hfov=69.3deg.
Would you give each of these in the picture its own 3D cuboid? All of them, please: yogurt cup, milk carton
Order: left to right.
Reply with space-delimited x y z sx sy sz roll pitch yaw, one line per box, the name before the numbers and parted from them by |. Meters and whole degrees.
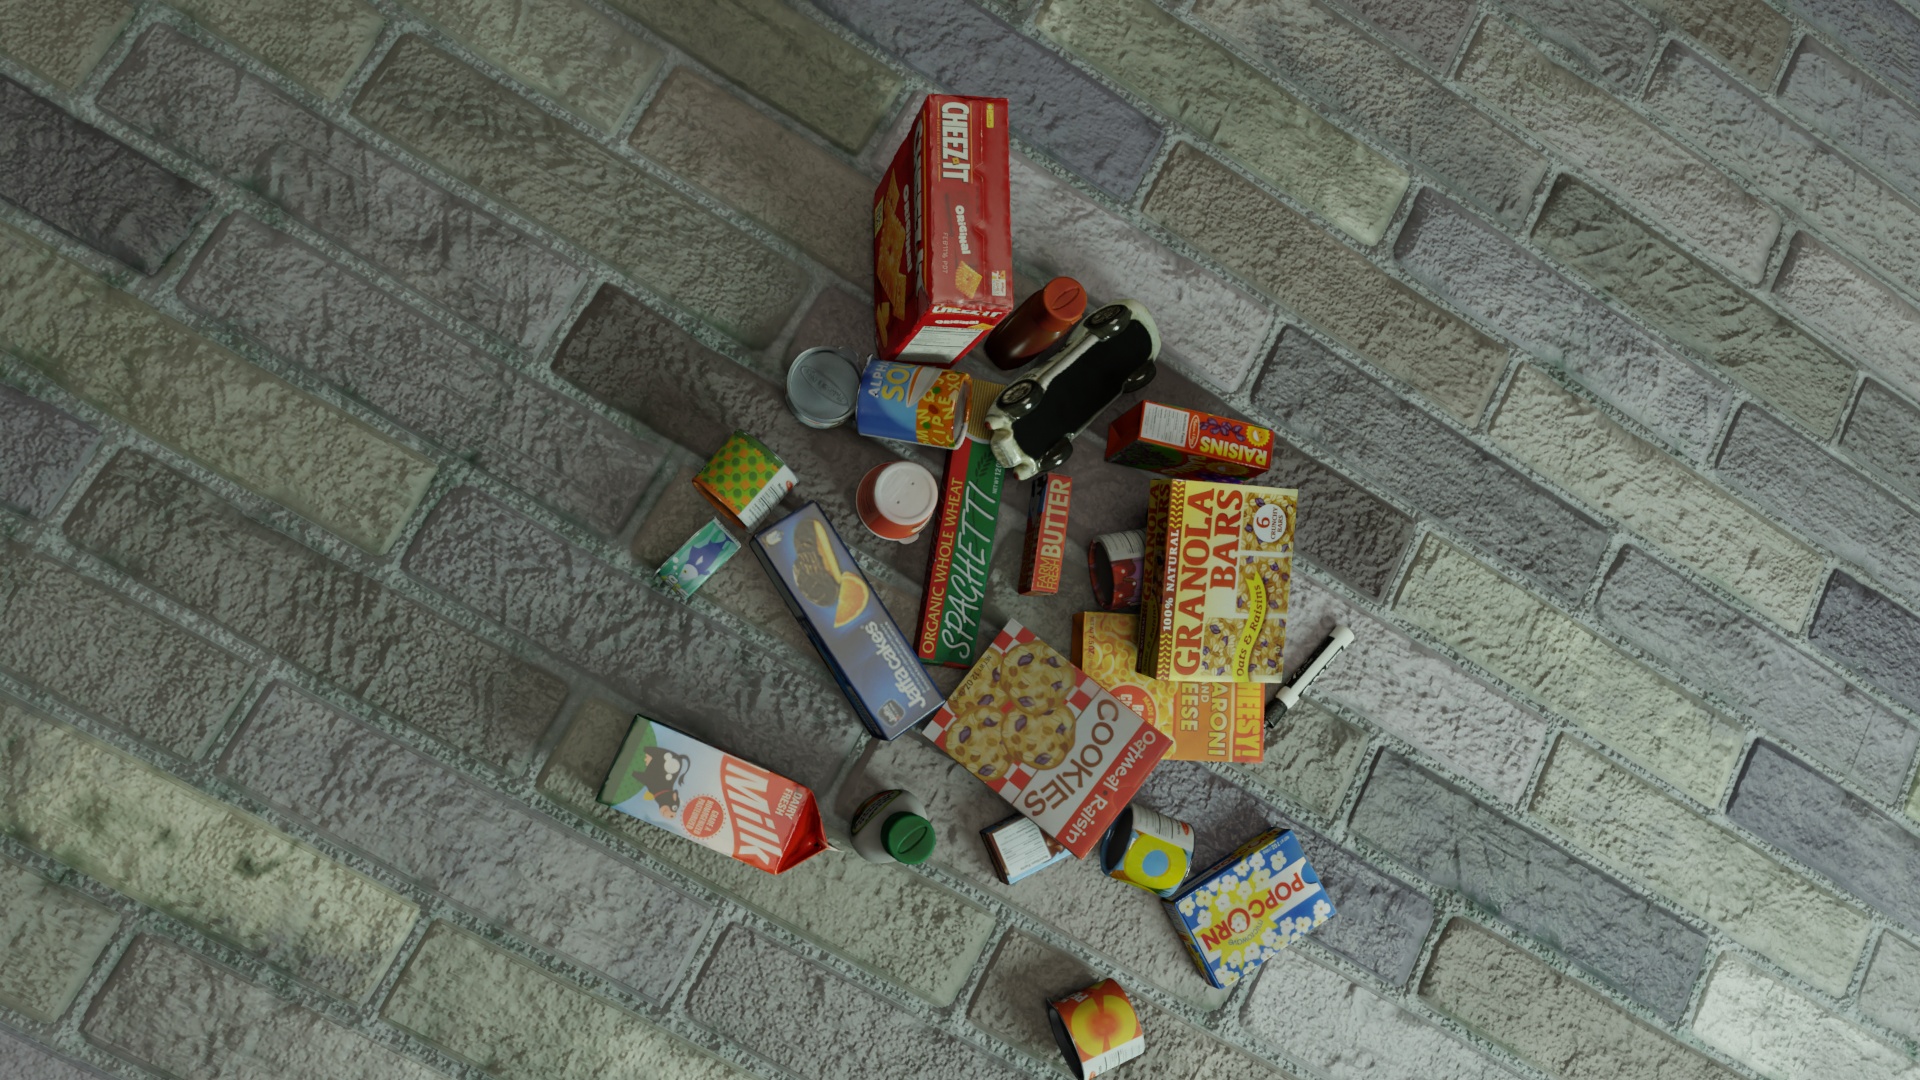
milk carton | -0.184 0.207 1.098 0.190 0.072 0.073 25 79 -9
yogurt cup | -0.051 -0.036 1.167 0.072 0.054 0.072 2 83 -13

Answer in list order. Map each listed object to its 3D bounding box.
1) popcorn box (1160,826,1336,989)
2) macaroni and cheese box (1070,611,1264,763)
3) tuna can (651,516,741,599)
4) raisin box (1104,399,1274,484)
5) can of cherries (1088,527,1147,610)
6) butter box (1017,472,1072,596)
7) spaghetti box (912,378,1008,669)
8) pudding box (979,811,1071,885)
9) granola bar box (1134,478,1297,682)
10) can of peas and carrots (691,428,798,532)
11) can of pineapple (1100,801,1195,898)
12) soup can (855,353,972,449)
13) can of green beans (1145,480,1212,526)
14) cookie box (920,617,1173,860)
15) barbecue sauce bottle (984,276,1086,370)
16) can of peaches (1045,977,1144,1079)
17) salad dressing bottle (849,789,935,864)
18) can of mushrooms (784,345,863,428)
popcorn box | 0.249 0.317 1.204 0.127 0.038 0.085 -28 90 -14
macaroni and cheese box | 0.179 0.128 1.209 0.167 0.040 0.124 5 83 -12
tuna can | -0.212 0.016 1.116 0.033 0.071 0.071 46 76 -5
raisin box | 0.199 -0.083 1.213 0.123 0.086 0.040 12 77 -11
can of cherries | 0.148 0.026 1.201 0.058 0.071 0.071 -9 86 -14
butter box | 0.072 -0.004 1.192 0.024 0.053 0.103 10 82 -10
spaghetti box | 0.004 -0.015 1.190 0.050 0.028 0.250 11 81 -11
pudding box | 0.064 0.251 1.173 0.084 0.030 0.049 -24 88 -15
granola bar box | 0.214 0.034 1.165 0.124 0.039 0.165 3 92 -22
can of peas and carrots | -0.178 -0.050 1.133 0.071 0.071 0.059 41 77 -6
can of pineapple | 0.157 0.263 1.175 0.058 0.071 0.071 23 80 -9
soup can | -0.038 -0.116 1.156 0.084 0.071 0.071 9 81 11
can of green beans | 0.205 -0.012 1.217 0.058 0.071 0.071 -25 90 -15
cookie box | 0.071 0.163 1.148 0.167 0.040 0.123 38 86 10
barbecue sauce bottle | 0.066 -0.183 1.161 0.065 0.148 0.043 -38 94 -14
can of peaches | 0.111 0.402 1.149 0.058 0.071 0.071 -19 89 -14
salad dressing bottle | -0.051 0.227 1.088 0.064 0.147 0.044 -40 94 -14
can of mushrooms | -0.113 -0.130 1.173 0.071 0.033 0.071 1 83 -12
